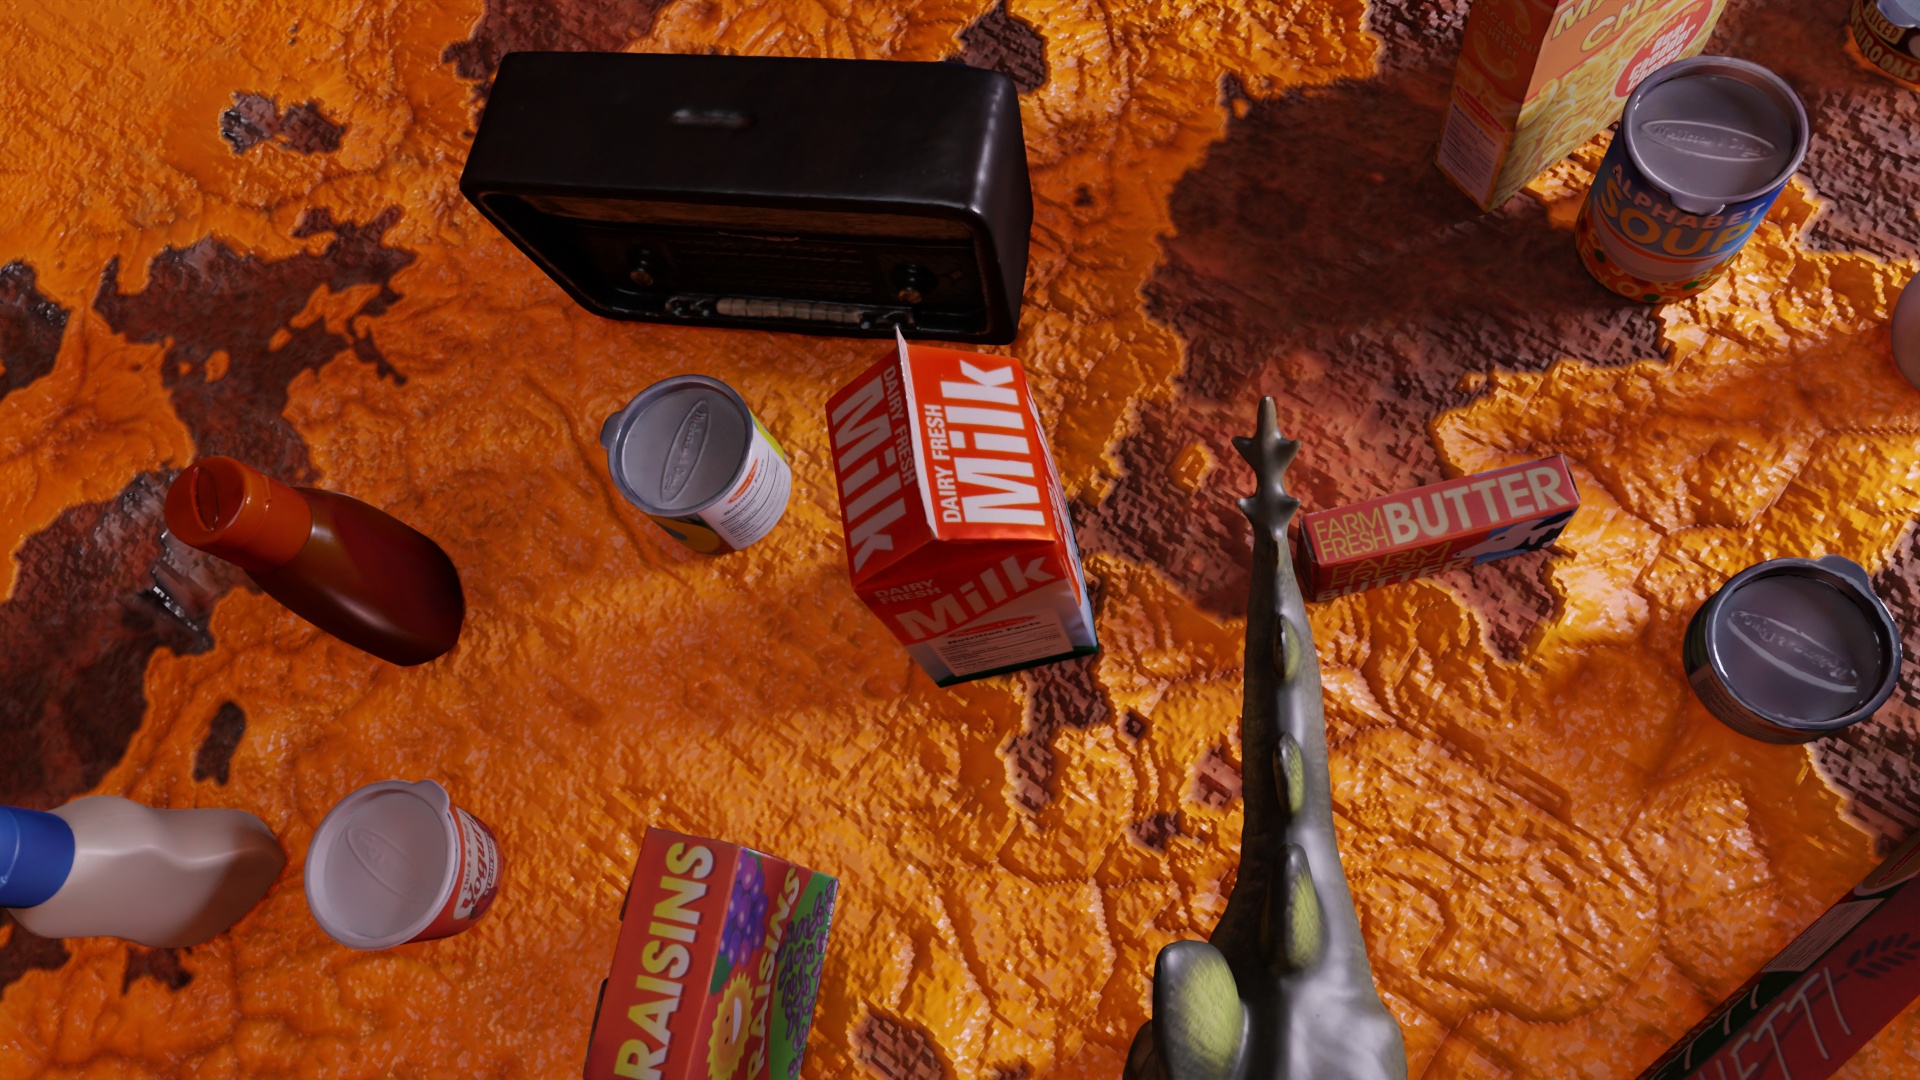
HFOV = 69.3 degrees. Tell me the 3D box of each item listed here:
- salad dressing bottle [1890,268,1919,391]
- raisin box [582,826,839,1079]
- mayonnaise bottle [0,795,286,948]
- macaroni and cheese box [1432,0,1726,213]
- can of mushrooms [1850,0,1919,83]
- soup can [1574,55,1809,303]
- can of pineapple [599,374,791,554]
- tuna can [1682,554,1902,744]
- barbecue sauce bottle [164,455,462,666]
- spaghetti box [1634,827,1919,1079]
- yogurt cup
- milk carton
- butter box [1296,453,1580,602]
[{"bbox_3d":[0.390,-0.098,0.497,0.064,0.147,0.044,14,75,15],"label":"salad dressing bottle"},{"bbox_3d":[-0.087,0.157,0.514,0.040,0.123,0.086,8,73,14],"label":"raisin box"},{"bbox_3d":[-0.344,0.131,0.559,0.065,0.147,0.041,-43,69,-5],"label":"mayonnaise bottle"},{"bbox_3d":[0.259,-0.221,0.555,0.124,0.166,0.040,-37,69,-2],"label":"macaroni and cheese box"},{"bbox_3d":[0.423,-0.232,0.598,0.071,0.033,0.071,-3,71,10],"label":"can of mushrooms"},{"bbox_3d":[0.293,-0.142,0.565,0.071,0.083,0.071,-3,71,10],"label":"soup can"},{"bbox_3d":[-0.116,-0.034,0.621,0.071,0.057,0.071,-3,71,10],"label":"can of pineapple"},{"bbox_3d":[0.314,0.040,0.525,0.071,0.032,0.071,-3,71,10],"label":"tuna can"},{"bbox_3d":[-0.268,0.007,0.587,0.044,0.148,0.065,-23,69,3],"label":"barbecue sauce bottle"},{"bbox_3d":[0.271,0.177,0.477,0.250,0.050,0.029,-39,69,-4],"label":"spaghetti box"},{"bbox_3d":[-0.230,0.138,0.585,0.072,0.054,0.072,-3,71,10],"label":"yogurt cup"},{"bbox_3d":[0.002,-0.006,0.517,0.073,0.190,0.072,-13,70,7],"label":"milk carton"},{"bbox_3d":[0.188,-0.004,0.554,0.103,0.053,0.024,-14,70,6],"label":"butter box"}]
